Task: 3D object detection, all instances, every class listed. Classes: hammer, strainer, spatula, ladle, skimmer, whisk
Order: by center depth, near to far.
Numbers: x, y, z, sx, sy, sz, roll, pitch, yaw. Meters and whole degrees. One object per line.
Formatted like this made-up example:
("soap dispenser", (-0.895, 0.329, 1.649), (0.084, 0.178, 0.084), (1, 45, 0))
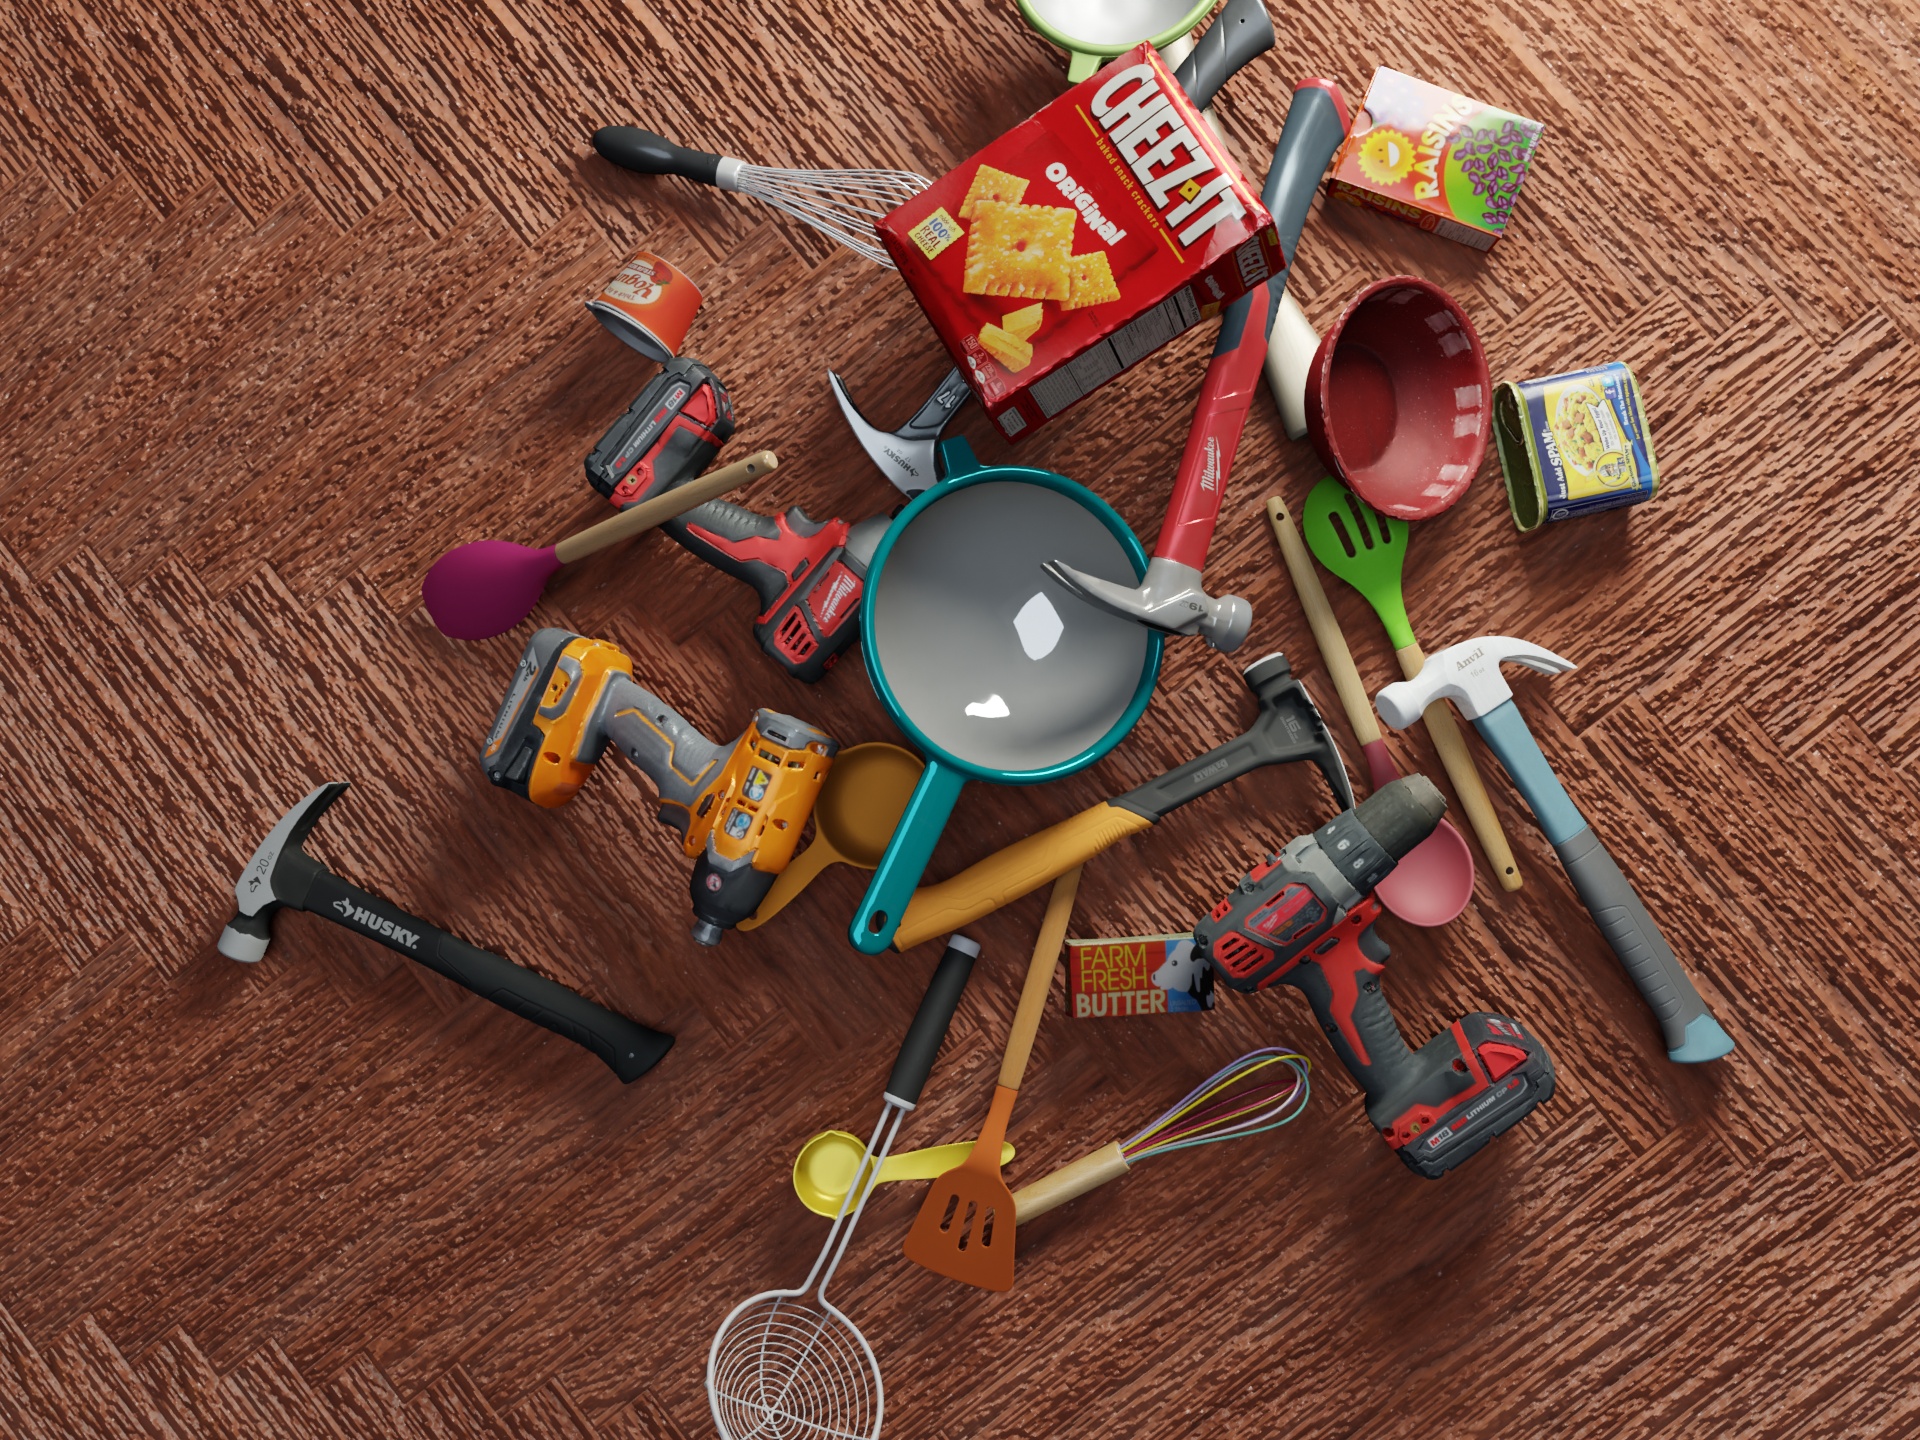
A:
("hammer", (0.172, -0.249, 1.057), (0.143, 0.038, 0.386), (18, 85, -14))
("skimmer", (-0.056, 0.316, 1.057), (0.127, 0.090, 0.363), (27, 78, -17))
("strainer", (0.157, -0.524, 1.065), (0.256, 0.069, 0.151), (-25, 79, 5))
("strainer", (-0.002, -0.003, 1.069), (0.211, 0.095, 0.340), (27, 80, -14))
("hammer", (0.417, 0.090, 1.073), (0.128, 0.033, 0.331), (-32, 90, -13))
("hammer", (0.100, 0.081, 1.092), (0.337, 0.034, 0.127), (-26, 77, 0))
("whisk", (0.133, 0.293, 1.099), (0.245, 0.047, 0.051), (-29, 74, 7))
("hammer", (0.072, -0.331, 1.100), (0.149, 0.036, 0.409), (40, 99, 7))
("ladle", (0.274, -0.009, 1.102), (0.069, 0.031, 0.315), (-21, 85, 8))
("spatula", (0.040, 0.230, 1.104), (0.081, 0.041, 0.323), (16, 81, 11))
("hammer", (0.164, -0.388, 1.117), (0.146, 0.038, 0.411), (-21, 87, 5))
("whisk", (-0.133, -0.382, 1.133), (0.284, 0.070, 0.070), (18, 90, 10))
("hammer", (-0.359, 0.167, 1.143), (0.335, 0.035, 0.146), (25, 91, 5))

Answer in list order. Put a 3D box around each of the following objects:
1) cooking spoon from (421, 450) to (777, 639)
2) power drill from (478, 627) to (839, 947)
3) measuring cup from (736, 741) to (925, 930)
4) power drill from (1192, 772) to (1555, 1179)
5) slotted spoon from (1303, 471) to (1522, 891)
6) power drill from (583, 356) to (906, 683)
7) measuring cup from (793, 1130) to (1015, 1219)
("cooking spoon", (-0.255, -0.123, 1.092), (0.319, 0.017, 0.068), (-19, 101, 27))
("power drill", (-0.212, 0.044, 1.091), (0.226, 0.084, 0.164), (23, 90, 17))
("measuring cup", (-0.087, 0.087, 1.116), (0.173, 0.052, 0.095), (-41, 85, 5))
("power drill", (0.291, 0.163, 1.047), (0.188, 0.080, 0.226), (-41, 91, 12))
("slotted spoon", (0.321, -0.028, 1.099), (0.070, 0.031, 0.314), (-23, 88, 1))
("power drill", (-0.140, -0.146, 1.116), (0.219, 0.078, 0.143), (42, 93, 1))
("measuring cup", (-0.040, 0.312, 1.123), (0.156, 0.029, 0.062), (-5, 87, -7))
